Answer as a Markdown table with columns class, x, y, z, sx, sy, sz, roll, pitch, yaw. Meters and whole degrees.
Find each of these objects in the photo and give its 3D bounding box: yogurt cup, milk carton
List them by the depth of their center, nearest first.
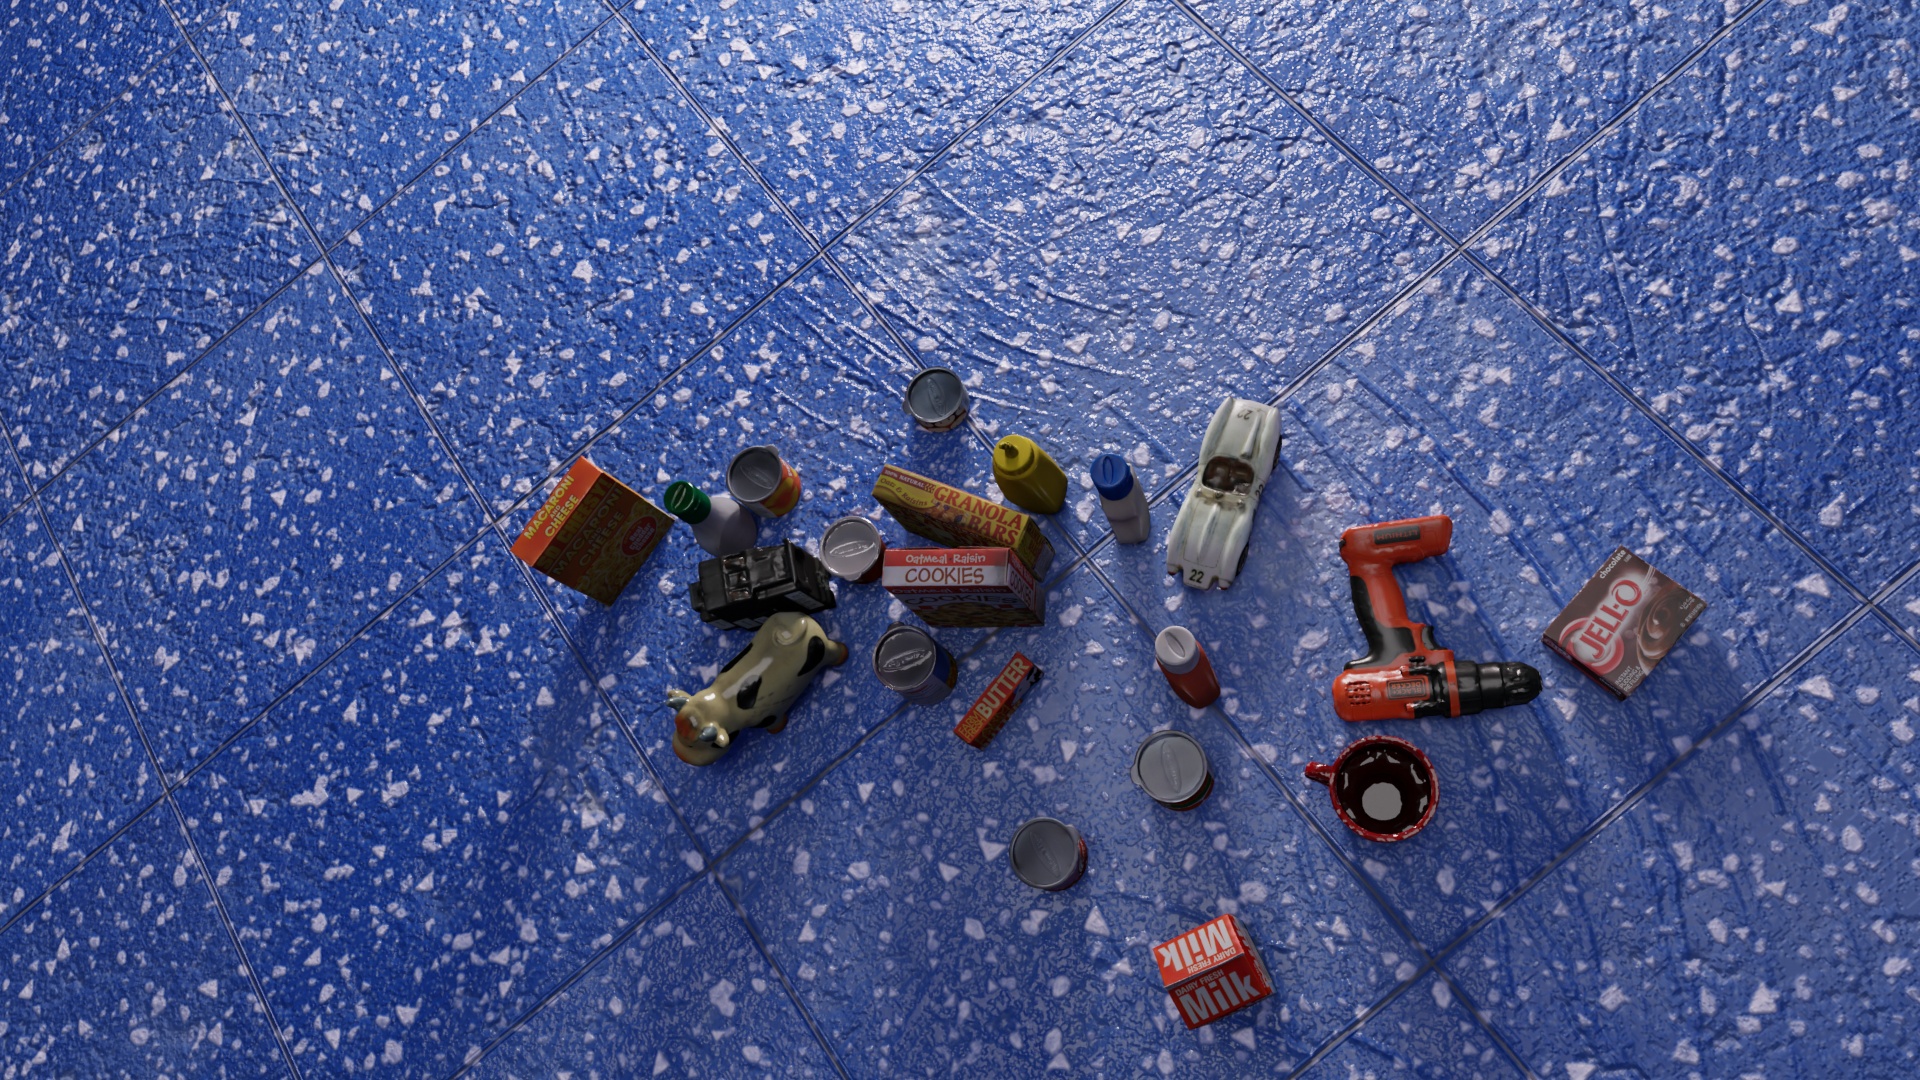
| class | x | y | z | sx | sy | sz | roll | pitch | yaw |
| --- | --- | --- | --- | --- | --- | --- | --- | --- | --- |
| milk carton | 0.218 | 0.369 | 1.188 | 0.072 | 0.190 | 0.073 | -27 | 68 | 6 |
| yogurt cup | -0.109 | 0.014 | 1.471 | 0.072 | 0.054 | 0.072 | -5 | 71 | 14 |

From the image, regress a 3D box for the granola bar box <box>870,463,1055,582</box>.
| class | x | y | z | sx | sy | sz | roll | pitch | yaw |
| --- | --- | --- | --- | --- | --- | --- | --- | --- | --- |
| granola bar box | 0.005 | -0.018 | 1.411 | 0.166 | 0.124 | 0.039 | 21 | 80 | 21 |

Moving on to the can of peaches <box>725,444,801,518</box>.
| class | x | y | z | sx | sy | sz | roll | pitch | yaw |
| --- | --- | --- | --- | --- | --- | --- | --- | --- | --- |
| can of peaches | -0.214 | -0.065 | 1.524 | 0.071 | 0.058 | 0.071 | -5 | 71 | 14 |

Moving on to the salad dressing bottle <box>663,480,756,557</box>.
| class | x | y | z | sx | sy | sz | roll | pitch | yaw |
| --- | --- | --- | --- | --- | --- | --- | --- | --- | --- |
| salad dressing bottle | -0.266 | -0.024 | 1.476 | 0.044 | 0.147 | 0.064 | 21 | 80 | 21 |

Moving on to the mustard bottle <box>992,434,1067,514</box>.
| class | x | y | z | sx | sy | sz | roll | pitch | yaw |
| --- | --- | --- | --- | --- | --- | --- | --- | --- | --- |
| mustard bottle | 0.065 | -0.071 | 1.392 | 0.065 | 0.160 | 0.049 | 14 | 77 | 19 |

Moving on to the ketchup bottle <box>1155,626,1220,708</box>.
| class | x | y | z | sx | sy | sz | roll | pitch | yaw |
| --- | --- | --- | --- | --- | --- | --- | --- | --- | --- |
| ketchup bottle | 0.209 | 0.115 | 1.297 | 0.043 | 0.148 | 0.065 | -37 | 67 | 2 |

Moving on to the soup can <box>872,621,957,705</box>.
| class | x | y | z | sx | sy | sz | roll | pitch | yaw |
| --- | --- | --- | --- | --- | --- | --- | --- | --- | --- |
| soup can | -0.045 | 0.124 | 1.400 | 0.071 | 0.083 | 0.071 | -5 | 72 | 14 |

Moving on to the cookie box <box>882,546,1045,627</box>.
| class | x | y | z | sx | sy | sz | roll | pitch | yaw |
| --- | --- | --- | --- | --- | --- | --- | --- | --- | --- |
| cookie box | 0.007 | 0.047 | 1.366 | 0.123 | 0.167 | 0.040 | -1 | 73 | 15 |

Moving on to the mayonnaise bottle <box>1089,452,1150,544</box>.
| class | x | y | z | sx | sy | sz | roll | pitch | yaw |
| --- | --- | --- | --- | --- | --- | --- | --- | --- | --- |
| mayonnaise bottle | 0.157 | -0.045 | 1.364 | 0.041 | 0.148 | 0.065 | -8 | 71 | 13 |

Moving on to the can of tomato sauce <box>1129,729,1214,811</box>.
| class | x | y | z | sx | sy | sz | roll | pitch | yaw |
| --- | --- | --- | --- | --- | --- | --- | --- | --- | --- |
| can of tomato sauce | 0.200 | 0.218 | 1.301 | 0.071 | 0.083 | 0.071 | -5 | 72 | 14 |

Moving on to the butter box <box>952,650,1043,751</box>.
| class | x | y | z | sx | sy | sz | roll | pitch | yaw |
| --- | --- | --- | --- | --- | --- | --- | --- | --- | --- |
| butter box | 0.039 | 0.161 | 1.382 | 0.024 | 0.053 | 0.103 | 37 | 85 | 23 |

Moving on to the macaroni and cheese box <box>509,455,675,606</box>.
| class | x | y | z | sx | sy | sz | roll | pitch | yaw |
| --- | --- | --- | --- | --- | --- | --- | --- | --- | --- |
| macaroni and cheese box | -0.394 | -0.007 | 1.496 | 0.040 | 0.166 | 0.124 | 33 | 84 | 22 |

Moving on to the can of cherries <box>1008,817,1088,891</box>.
| class | x | y | z | sx | sy | sz | roll | pitch | yaw |
| --- | --- | --- | --- | --- | --- | --- | --- | --- | --- |
| can of cherries | 0.087 | 0.298 | 1.320 | 0.071 | 0.058 | 0.071 | -5 | 71 | 14 |

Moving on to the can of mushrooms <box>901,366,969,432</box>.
| class | x | y | z | sx | sy | sz | roll | pitch | yaw |
| --- | --- | --- | --- | --- | --- | --- | --- | --- | --- |
| can of mushrooms | -0.027 | -0.153 | 1.514 | 0.071 | 0.033 | 0.071 | -5 | 71 | 14 |
